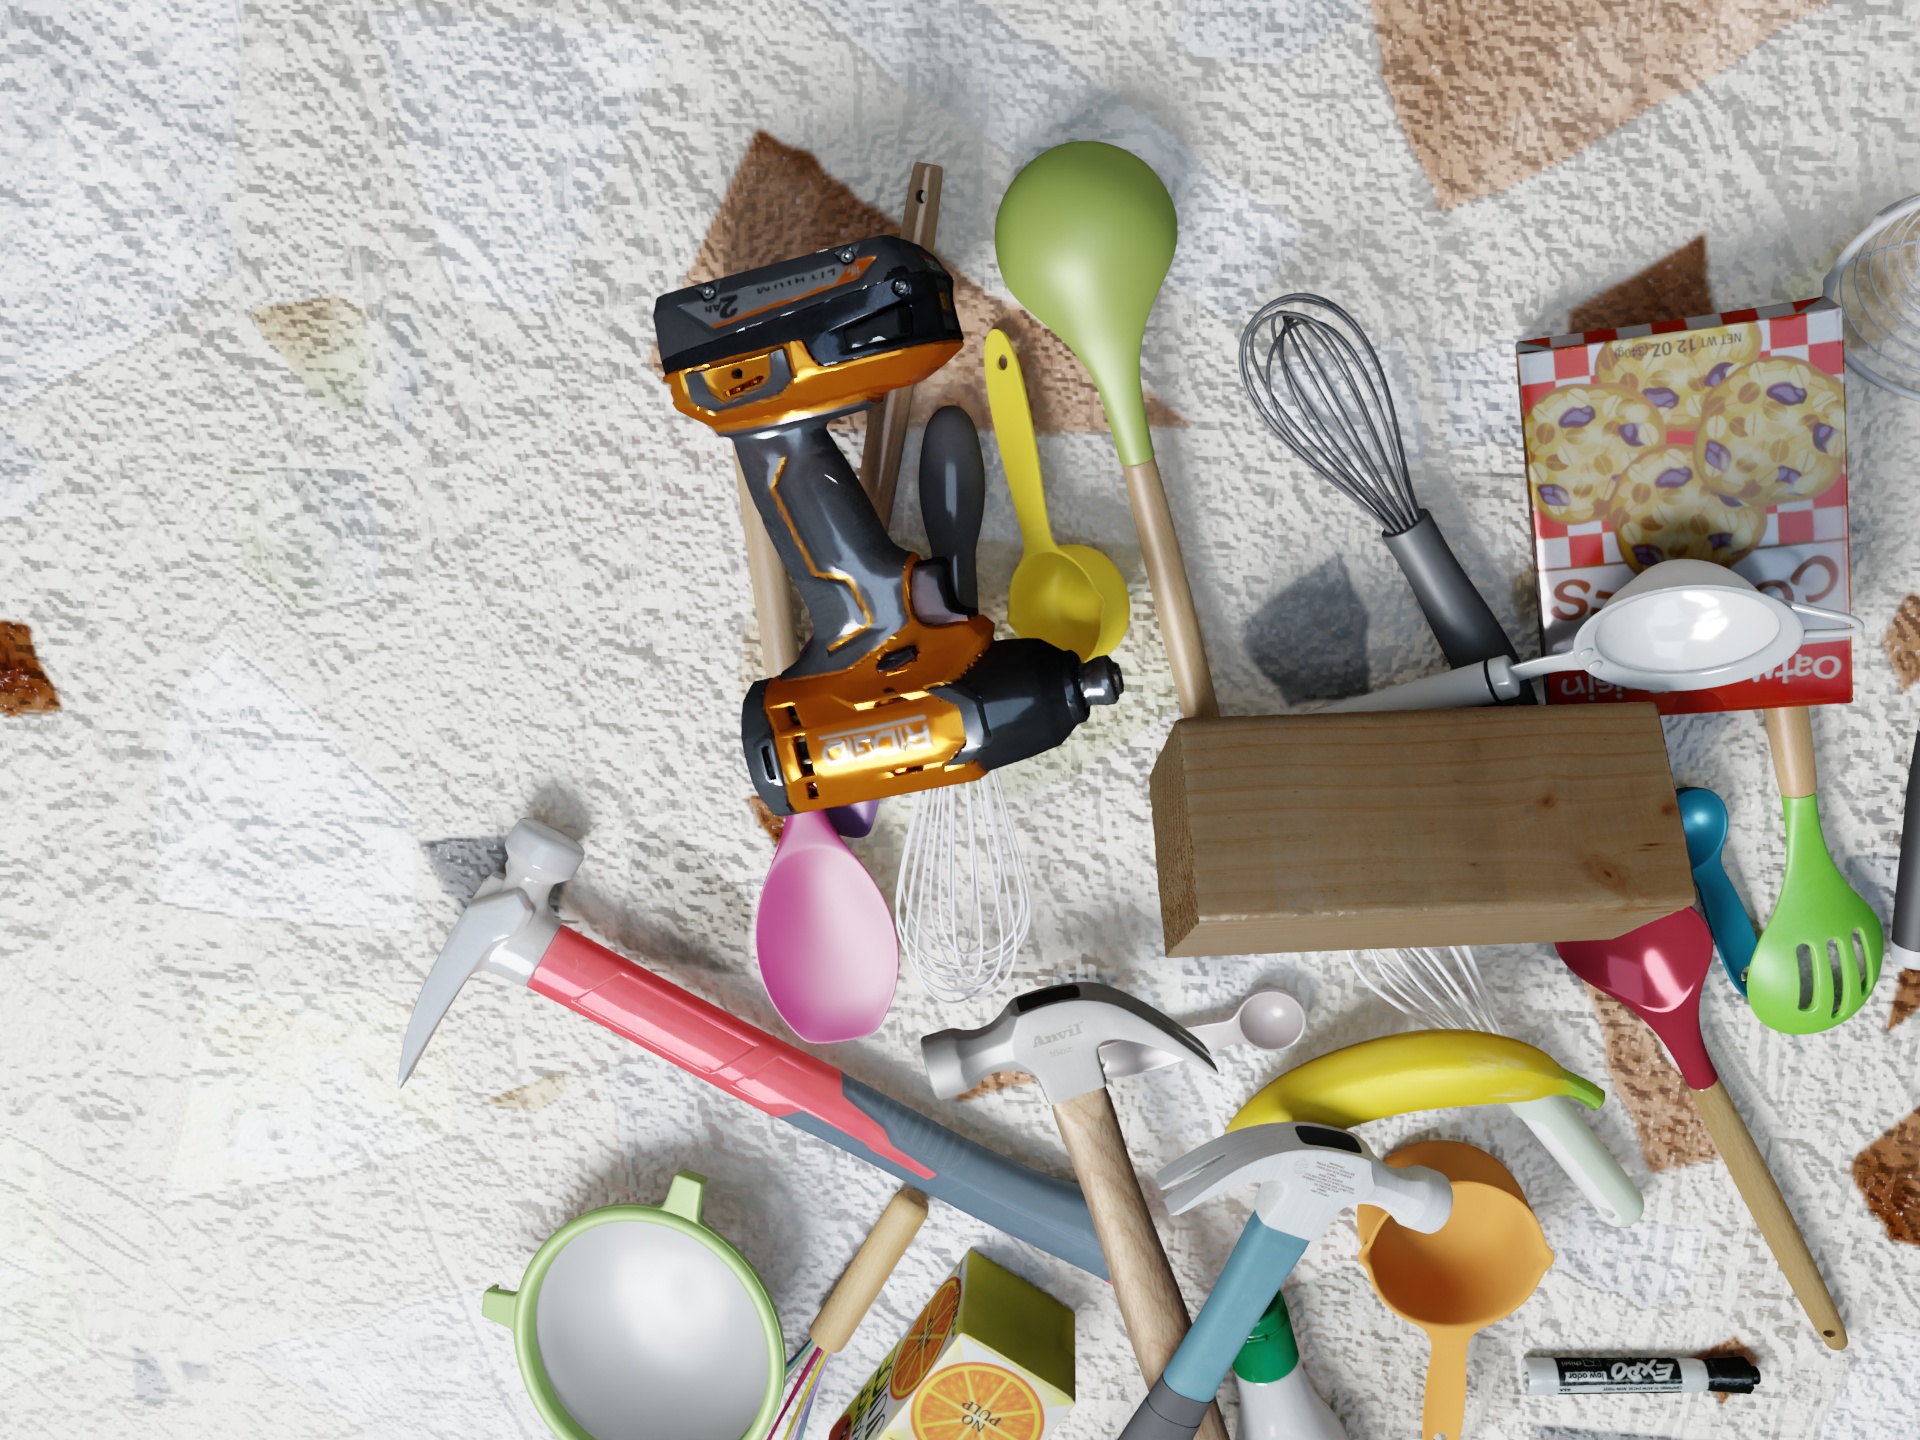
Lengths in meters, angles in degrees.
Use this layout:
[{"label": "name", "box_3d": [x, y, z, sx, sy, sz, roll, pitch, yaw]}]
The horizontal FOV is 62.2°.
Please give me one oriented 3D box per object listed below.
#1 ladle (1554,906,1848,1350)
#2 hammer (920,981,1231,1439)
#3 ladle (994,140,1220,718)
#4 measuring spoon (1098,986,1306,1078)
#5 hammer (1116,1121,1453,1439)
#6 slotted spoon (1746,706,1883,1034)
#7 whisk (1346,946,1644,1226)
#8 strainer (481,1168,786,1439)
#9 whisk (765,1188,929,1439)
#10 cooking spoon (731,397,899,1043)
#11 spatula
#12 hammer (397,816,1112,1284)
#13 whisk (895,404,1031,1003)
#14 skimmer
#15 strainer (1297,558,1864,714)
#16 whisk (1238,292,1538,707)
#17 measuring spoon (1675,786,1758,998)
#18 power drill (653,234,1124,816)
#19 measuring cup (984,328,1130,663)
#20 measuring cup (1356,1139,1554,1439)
[{"label": "ladle", "box_3d": [0.382, 0.200, 0.794, 0.069, 0.031, 0.315, -21, 109, 34]}, {"label": "hammer", "box_3d": [0.093, 0.278, 0.796, 0.130, 0.031, 0.331, -19, 108, 1]}, {"label": "ladle", "box_3d": [0.086, -0.096, 0.717, 0.078, 0.062, 0.320, -12, 114, 13]}, {"label": "measuring spoon", "box_3d": [0.114, 0.160, 0.808, 0.124, 0.018, 0.034, -18, 106, 16]}, {"label": "hammer", "box_3d": [0.107, 0.338, 0.782, 0.128, 0.033, 0.331, 23, 104, -12]}, {"label": "slotted spoon", "box_3d": [0.381, 0.010, 0.733, 0.070, 0.031, 0.313, -17, 105, -3]}, {"label": "whisk", "box_3d": [0.265, 0.166, 0.782, 0.059, 0.058, 0.246, -46, 106, -15]}, {"label": "strainer", "box_3d": [-0.125, 0.362, 0.838, 0.151, 0.069, 0.256, -34, 88, 15]}, {"label": "whisk", "box_3d": [-0.081, 0.356, 0.868, 0.051, 0.047, 0.245, 29, 104, -5]}, {"label": "cooking spoon", "box_3d": [-0.079, 0.003, 0.751, 0.068, 0.017, 0.318, -8, 102, -2]}, {"label": "spatula", "box_3d": [-0.043, -0.092, 0.732, 0.060, 0.018, 0.315, 13, 109, 6]}, {"label": "hammer", "box_3d": [-0.085, 0.202, 0.805, 0.386, 0.038, 0.143, 30, 89, -8]}, {"label": "whisk", "box_3d": [-0.002, -0.002, 0.741, 0.070, 0.070, 0.284, -1, 103, 4]}, {"label": "skimmer", "box_3d": [0.426, -0.045, 0.680, 0.127, 0.090, 0.363, 10, 115, 34]}, {"label": "strainer", "box_3d": [0.242, -0.023, 0.688, 0.258, 0.050, 0.086, -18, 144, 30]}, {"label": "whisk", "box_3d": [0.196, -0.084, 0.706, 0.055, 0.055, 0.238, -32, 107, 13]}, {"label": "measuring spoon", "box_3d": [0.359, 0.084, 0.766, 0.042, 0.021, 0.128, -34, 113, -7]}, {"label": "power drill", "box_3d": [-0.029, -0.080, 0.671, 0.164, 0.084, 0.226, -11, 100, 13]}, {"label": "measuring cup", "box_3d": [0.040, -0.100, 0.719, 0.062, 0.029, 0.156, -9, 96, 48]}, {"label": "measuring cup", "box_3d": [0.248, 0.297, 0.822, 0.095, 0.052, 0.173, -1, 110, 4]}]
